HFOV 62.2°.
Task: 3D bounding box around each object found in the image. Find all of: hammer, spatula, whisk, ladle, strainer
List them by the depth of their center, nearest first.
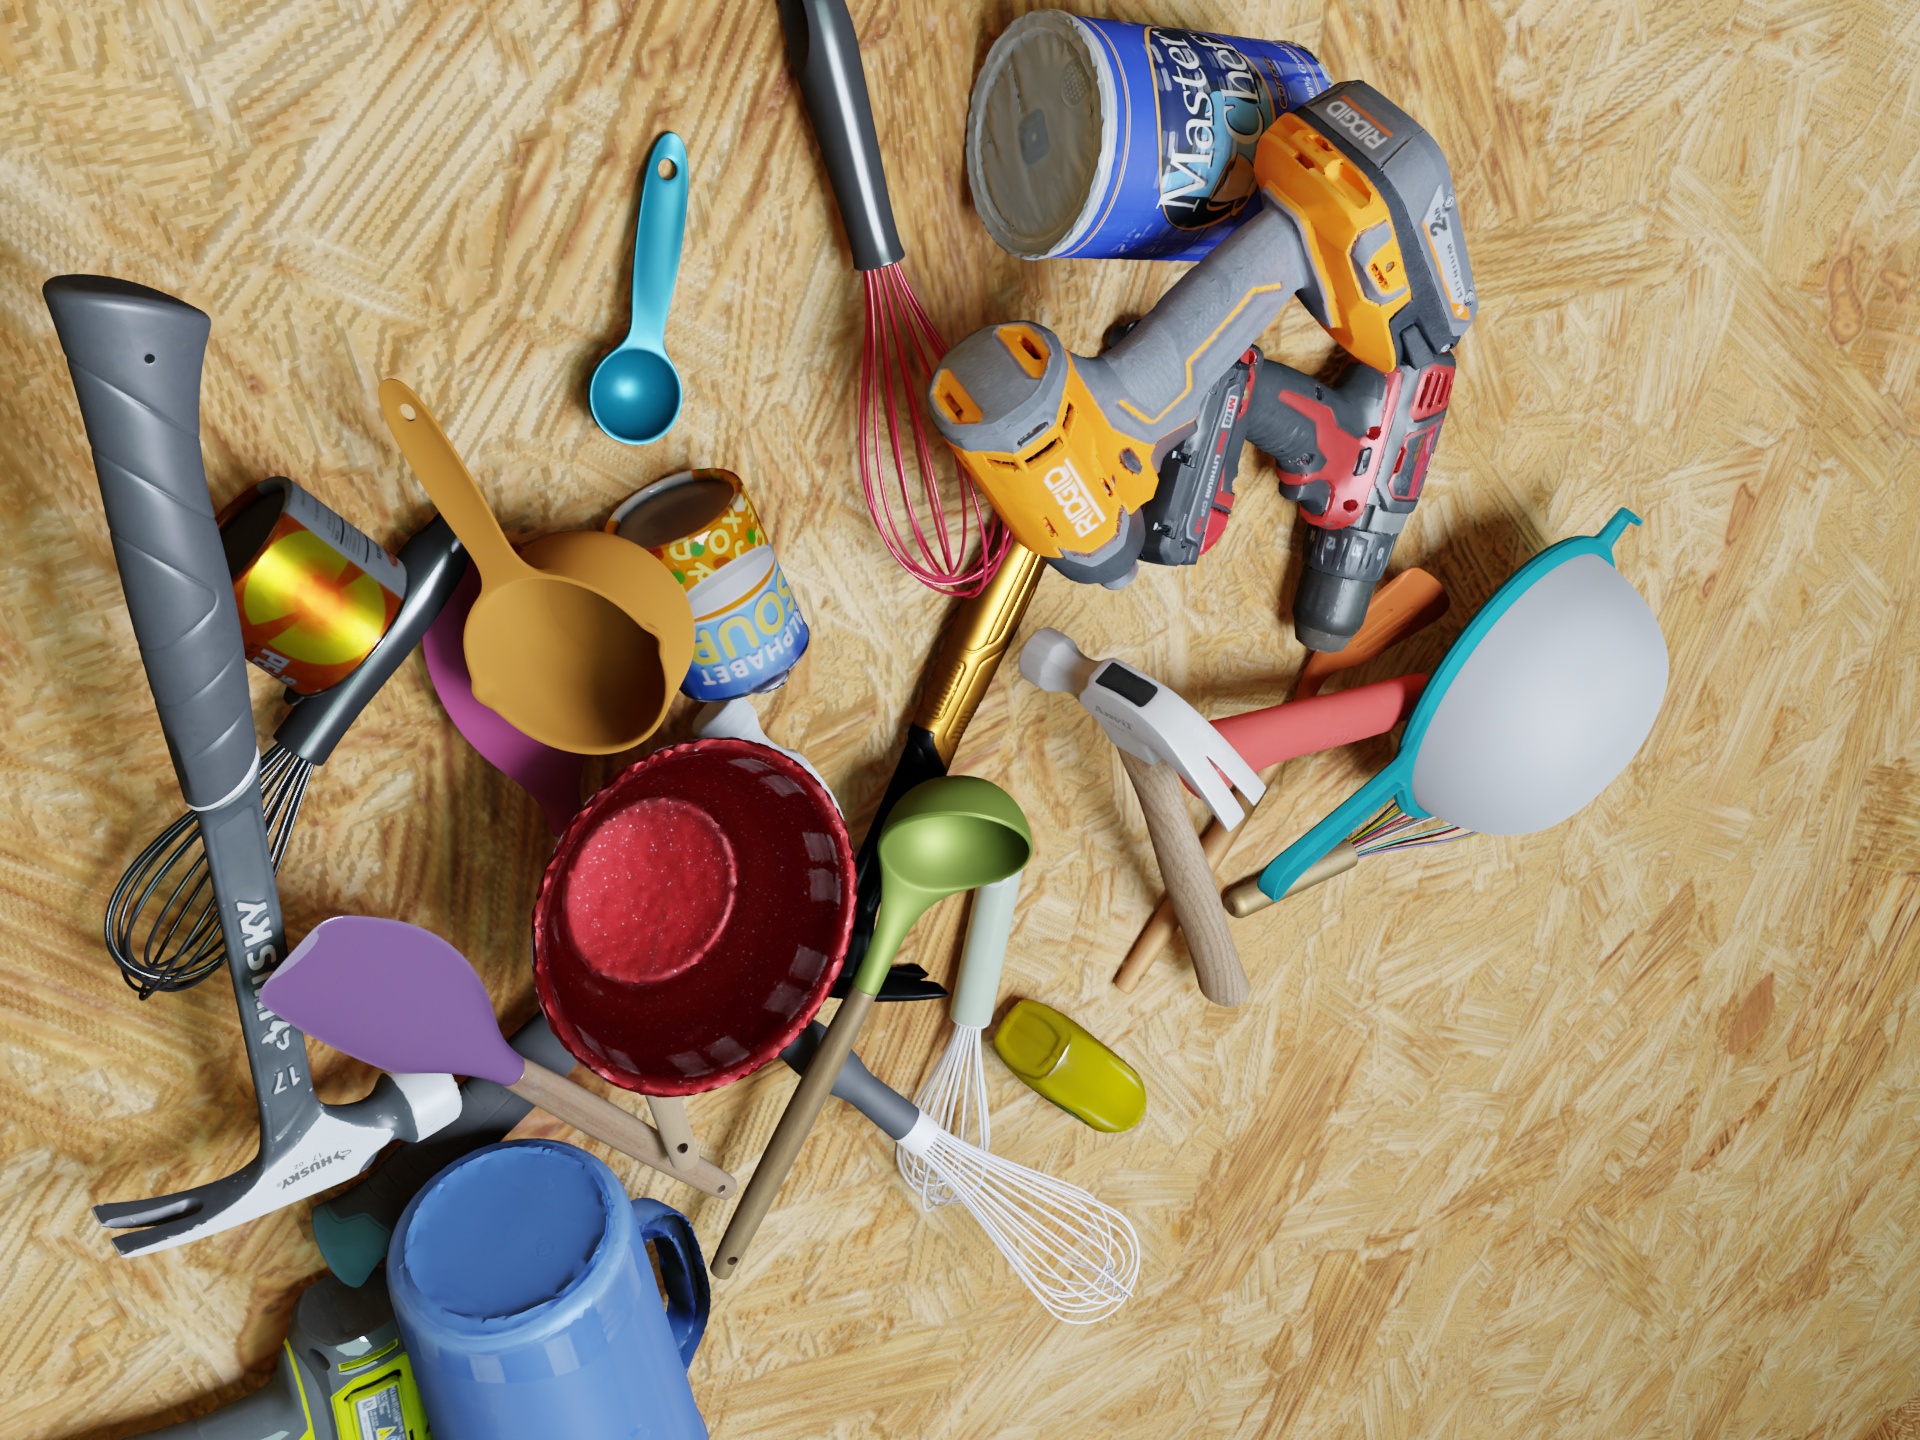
[{"bbox_3d":[-0.274,0.038,0.584,0.149,0.036,0.408,-26,135,-38],"label":"hammer"},{"bbox_3d":[-0.269,0.011,0.651,0.055,0.055,0.239,38,85,-42],"label":"whisk"},{"bbox_3d":[-0.031,-0.186,0.711,0.073,0.073,0.295,-28,121,-21],"label":"whisk"},{"bbox_3d":[-0.188,0.167,0.728,0.060,0.018,0.315,-49,139,-9],"label":"spatula"},{"bbox_3d":[-0.186,0.143,0.774,0.331,0.033,0.128,-44,112,-4],"label":"hammer"},{"bbox_3d":[-0.058,0.169,0.833,0.078,0.062,0.320,21,103,-27],"label":"ladle"},{"bbox_3d":[-0.001,-0.003,0.842,0.127,0.034,0.337,15,104,-39],"label":"hammer"},{"bbox_3d":[0.127,0.079,0.904,0.031,0.130,0.331,-47,143,-17],"label":"hammer"},{"bbox_3d":[-0.003,0.254,0.908,0.284,0.070,0.070,41,86,-17],"label":"whisk"},{"bbox_3d":[0.005,0.183,0.942,0.059,0.058,0.246,-30,134,-65],"label":"whisk"},{"bbox_3d":[0.254,-0.014,0.965,0.359,0.037,0.149,-11,130,-43],"label":"hammer"},{"bbox_3d":[0.327,0.029,0.973,0.340,0.095,0.210,-34,144,-25],"label":"strainer"},{"bbox_3d":[0.195,0.041,1.002,0.081,0.041,0.322,25,99,-54],"label":"spatula"},{"bbox_3d":[0.284,0.086,1.090,0.245,0.051,0.047,-20,129,-23],"label":"whisk"}]

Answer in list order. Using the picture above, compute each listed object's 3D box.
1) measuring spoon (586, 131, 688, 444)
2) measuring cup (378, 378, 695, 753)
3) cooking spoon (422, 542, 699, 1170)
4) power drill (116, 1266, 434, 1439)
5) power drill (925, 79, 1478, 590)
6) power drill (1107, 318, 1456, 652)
[{"bbox_3d":[-0.134,-0.181,0.670,0.042,0.021,0.128,3,102,-36],"label":"measuring spoon"},{"bbox_3d":[-0.172,-0.069,0.641,0.095,0.052,0.173,-15,119,23],"label":"measuring cup"},{"bbox_3d":[-0.172,0.073,0.730,0.069,0.017,0.318,-23,111,-23],"label":"cooking spoon"},{"bbox_3d":[-0.363,0.375,0.754,0.223,0.080,0.171,-16,122,-32],"label":"power drill"},{"bbox_3d":[0.111,-0.154,0.708,0.226,0.084,0.164,-35,143,5],"label":"power drill"},{"bbox_3d":[0.171,-0.126,0.878,0.226,0.080,0.187,-4,116,-38],"label":"power drill"}]
